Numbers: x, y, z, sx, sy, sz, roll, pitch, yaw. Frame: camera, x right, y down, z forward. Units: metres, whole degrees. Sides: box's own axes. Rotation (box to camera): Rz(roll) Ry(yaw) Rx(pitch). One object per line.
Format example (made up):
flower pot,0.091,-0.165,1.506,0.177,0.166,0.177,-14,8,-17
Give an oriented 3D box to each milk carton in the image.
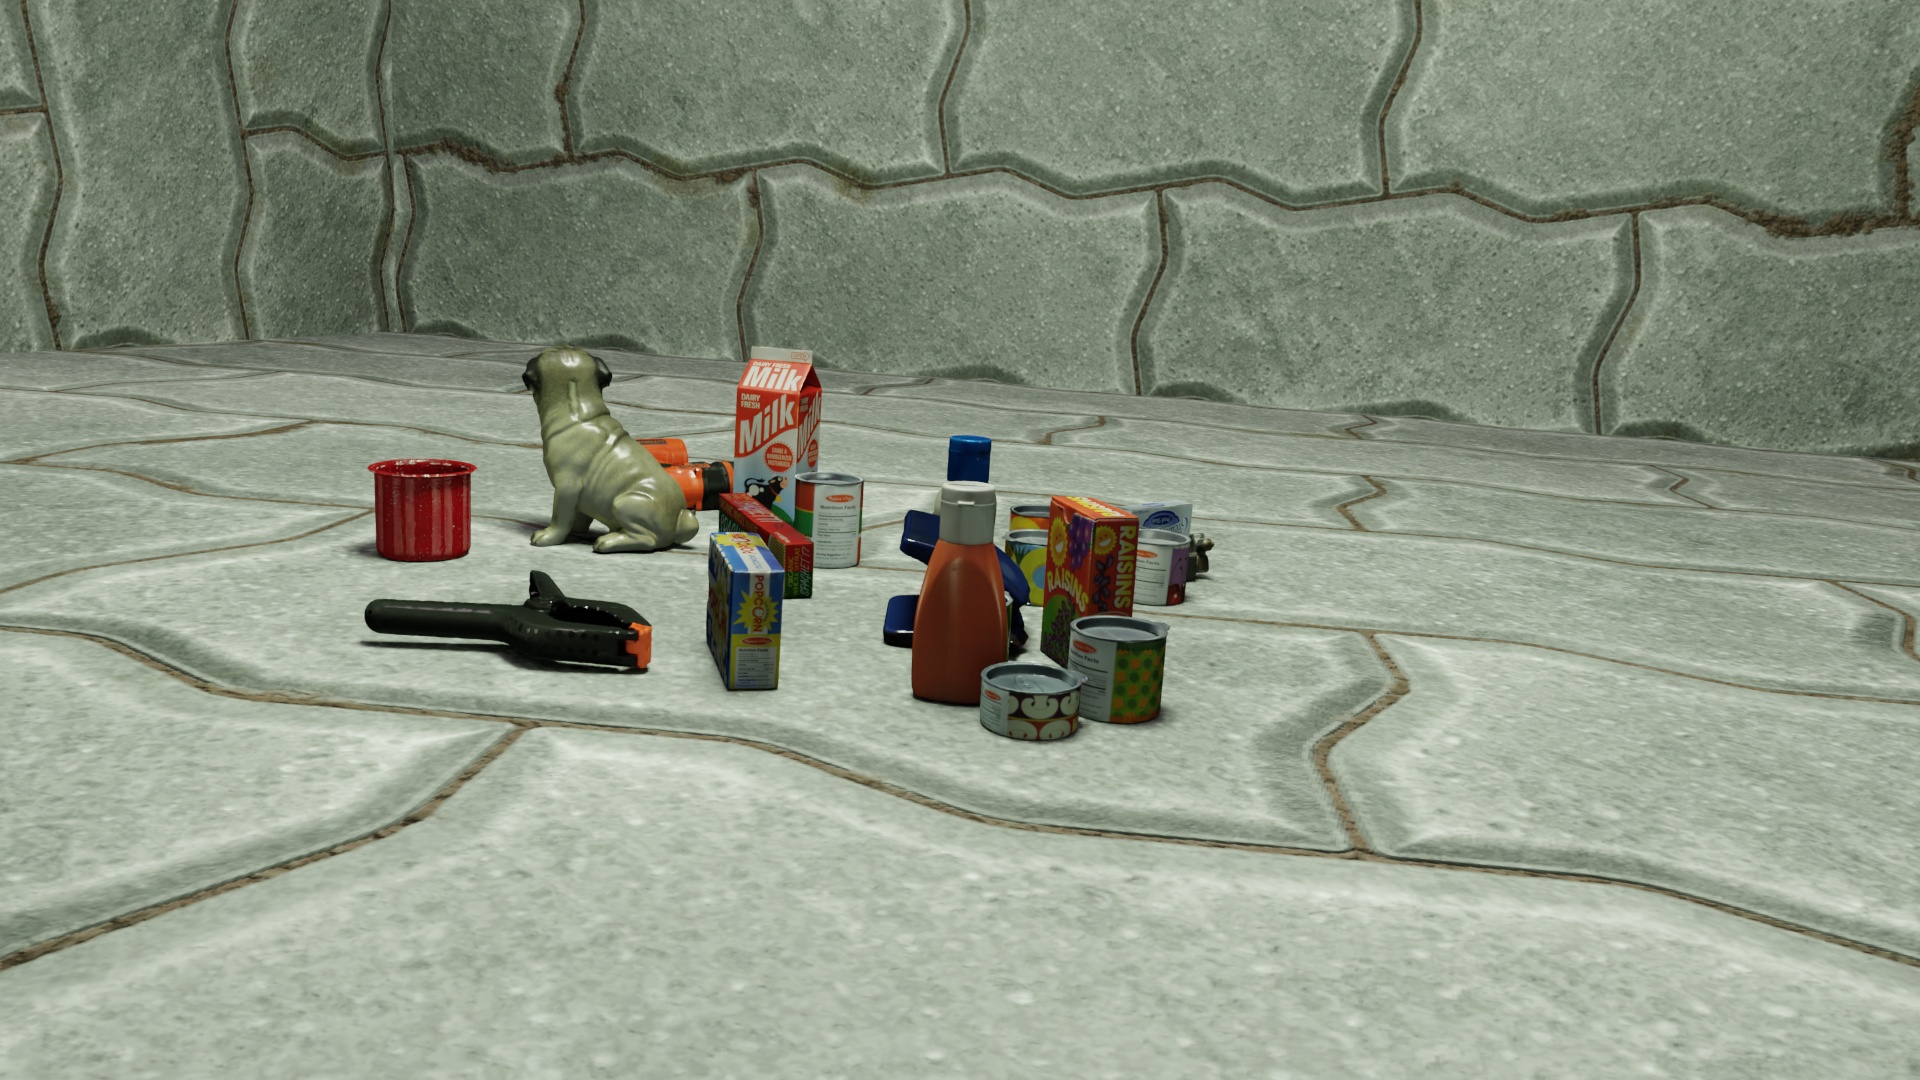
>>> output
milk carton,-0.196,-0.110,1.488,0.072,0.190,0.073,6,11,13

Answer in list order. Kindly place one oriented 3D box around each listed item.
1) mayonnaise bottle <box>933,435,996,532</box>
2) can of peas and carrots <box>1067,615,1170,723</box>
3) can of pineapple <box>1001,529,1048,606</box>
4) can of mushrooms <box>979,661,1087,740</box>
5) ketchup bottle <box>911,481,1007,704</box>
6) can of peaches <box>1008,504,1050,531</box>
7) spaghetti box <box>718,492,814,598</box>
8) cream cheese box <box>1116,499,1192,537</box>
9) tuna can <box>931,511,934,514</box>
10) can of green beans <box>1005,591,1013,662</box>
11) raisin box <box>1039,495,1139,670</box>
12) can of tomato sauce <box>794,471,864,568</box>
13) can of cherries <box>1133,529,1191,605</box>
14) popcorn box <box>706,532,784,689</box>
mayonnaise bottle,0.004,-0.015,1.190,0.041,0.147,0.065,12,14,38
can of peas and carrots,0.108,0.087,0.949,0.071,0.058,0.071,3,11,-1
can of pineapple,0.069,0.024,1.244,0.071,0.057,0.071,3,11,-1
can of mushrooms,0.048,0.104,0.909,0.071,0.033,0.071,3,12,-1
ketchup bottle,0.002,0.035,0.945,0.065,0.148,0.043,4,11,3
can of peaches,0.082,-0.001,1.370,0.071,0.058,0.071,3,11,-1
spaghetti box,-0.186,0.000,1.302,0.029,0.050,0.250,-1,13,-23
cream cheese box,0.203,-0.012,1.468,0.104,0.053,0.024,-7,15,-43
tuna can,0.002,-0.011,1.457,0.071,0.032,0.071,3,12,-1
can of green beans,0.003,0.069,1.009,0.071,0.057,0.071,3,11,-1
raisin box,0.095,0.034,1.040,0.040,0.123,0.086,0,12,-18
can of tomato sauce,-0.128,-0.020,1.338,0.071,0.083,0.071,3,11,-1
can of cherries,0.177,0.024,1.275,0.071,0.058,0.071,3,11,-1
popcorn box,-0.156,0.048,0.995,0.038,0.085,0.127,0,12,-17
